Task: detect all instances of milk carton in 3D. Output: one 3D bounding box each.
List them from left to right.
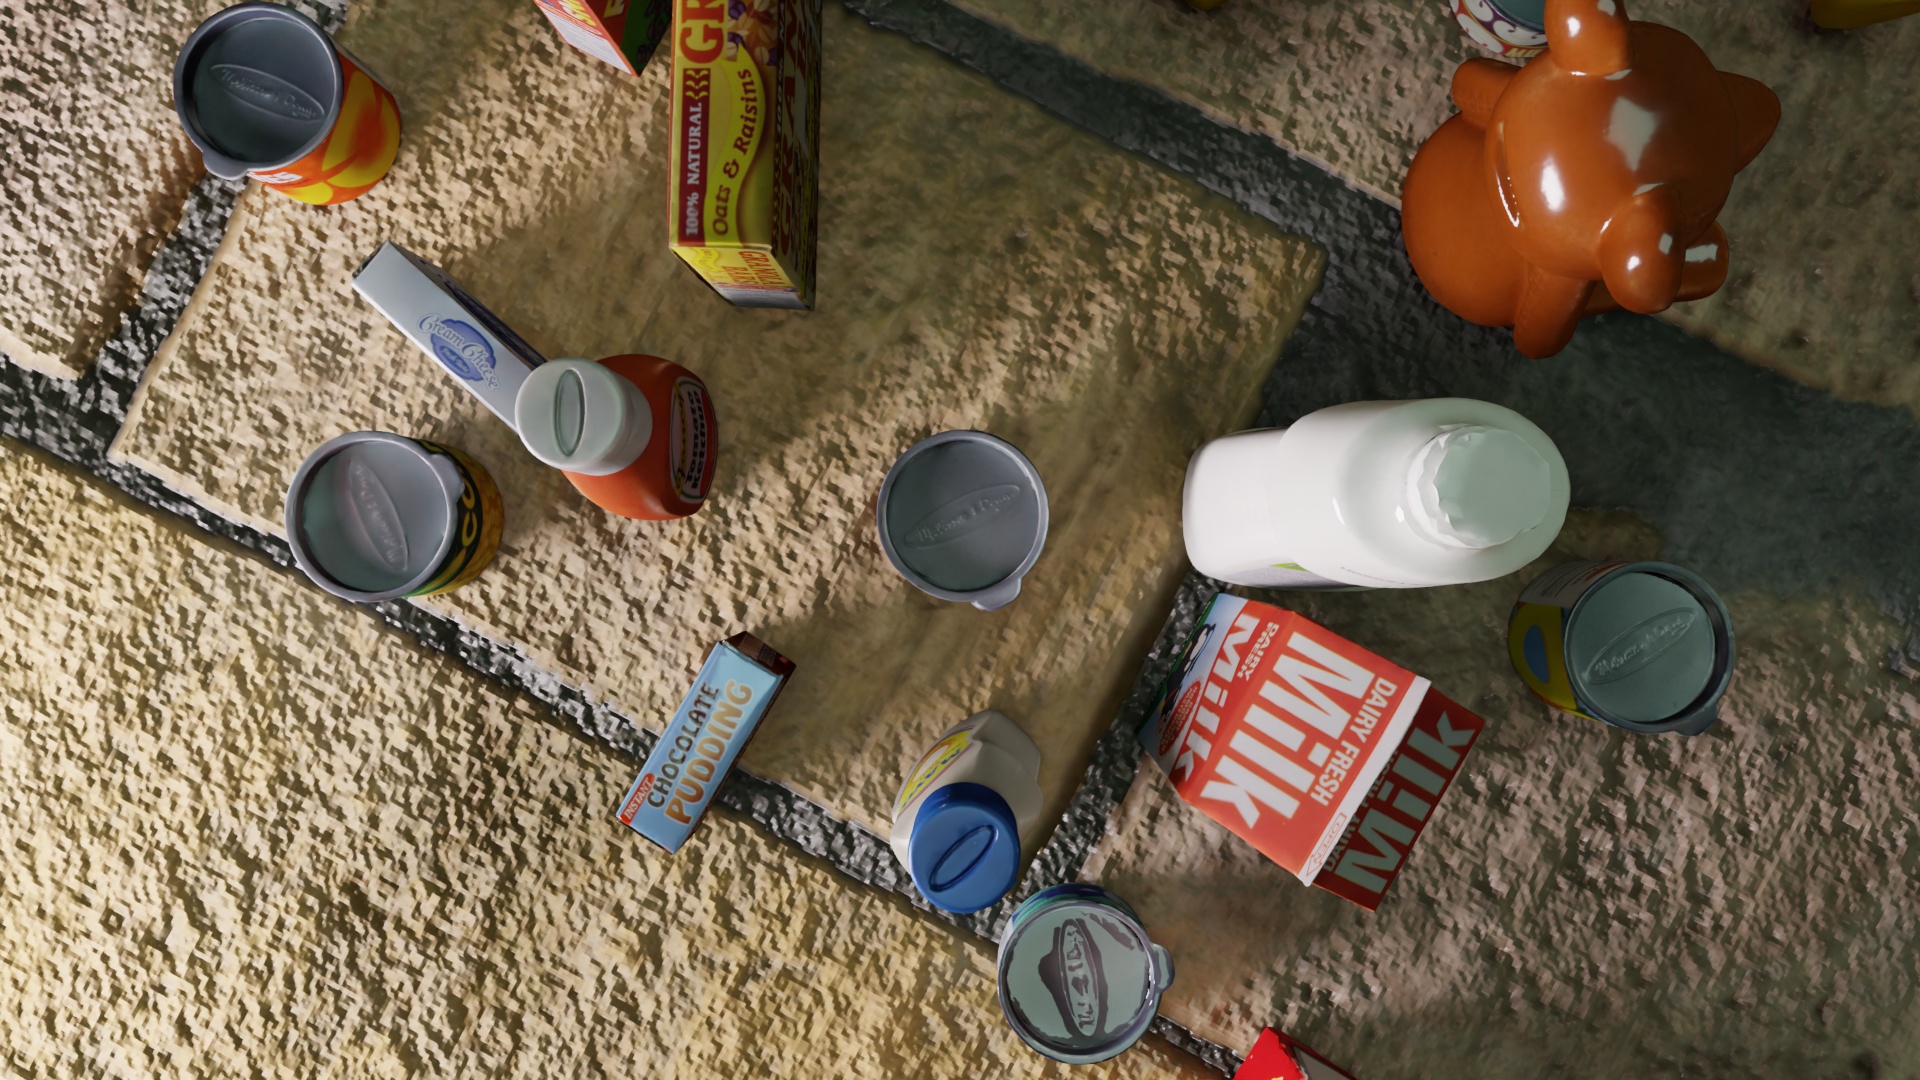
[{"bbox_3d":[0.119,0.069,0.490,0.073,0.190,0.072,30,90,1],"label":"milk carton"}]

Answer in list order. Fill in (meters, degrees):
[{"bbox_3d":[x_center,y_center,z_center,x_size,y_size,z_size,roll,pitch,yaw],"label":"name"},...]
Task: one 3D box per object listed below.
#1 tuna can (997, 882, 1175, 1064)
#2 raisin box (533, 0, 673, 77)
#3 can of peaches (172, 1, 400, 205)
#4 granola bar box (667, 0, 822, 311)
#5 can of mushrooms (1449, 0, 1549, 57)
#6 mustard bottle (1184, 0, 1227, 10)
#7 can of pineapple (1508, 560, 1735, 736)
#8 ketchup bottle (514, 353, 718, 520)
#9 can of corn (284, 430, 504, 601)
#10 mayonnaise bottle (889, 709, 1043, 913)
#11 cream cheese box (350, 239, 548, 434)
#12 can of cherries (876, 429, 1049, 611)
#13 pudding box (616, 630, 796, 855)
[{"bbox_3d":[0.050,0.175,0.568,0.071,0.033,0.071,0,89,0],"label":"tuna can"},{"bbox_3d":[-0.134,-0.242,0.530,0.040,0.123,0.086,29,90,1],"label":"raisin box"},{"bbox_3d":[-0.271,-0.173,0.562,0.071,0.058,0.071,0,90,0],"label":"can of peaches"},{"bbox_3d":[-0.079,-0.179,0.528,0.039,0.124,0.165,1,89,1],"label":"granola bar box"},{"bbox_3d":[0.239,-0.234,0.572,0.071,0.033,0.071,0,89,0],"label":"can of mushrooms"},{"bbox_3d":[0.106,-0.251,0.510,0.049,0.160,0.065,45,90,0],"label":"mustard bottle"},{"bbox_3d":[0.263,0.043,0.556,0.071,0.058,0.071,0,90,0],"label":"can of pineapple"},{"bbox_3d":[-0.124,-0.040,0.514,0.043,0.149,0.064,1,90,1],"label":"ketchup bottle"},{"bbox_3d":[-0.223,-0.010,0.560,0.071,0.058,0.071,0,90,0],"label":"can of corn"},{"bbox_3d":[0.002,0.100,0.512,0.065,0.148,0.041,-45,90,0],"label":"mayonnaise bottle"},{"bbox_3d":[-0.192,-0.075,0.563,0.104,0.053,0.024,41,90,1],"label":"cream cheese box"},{"bbox_3d":[0.002,-0.007,0.558,0.071,0.058,0.071,0,90,0],"label":"can of cherries"},{"bbox_3d":[-0.102,0.080,0.562,0.030,0.049,0.083,31,90,1],"label":"pudding box"}]
